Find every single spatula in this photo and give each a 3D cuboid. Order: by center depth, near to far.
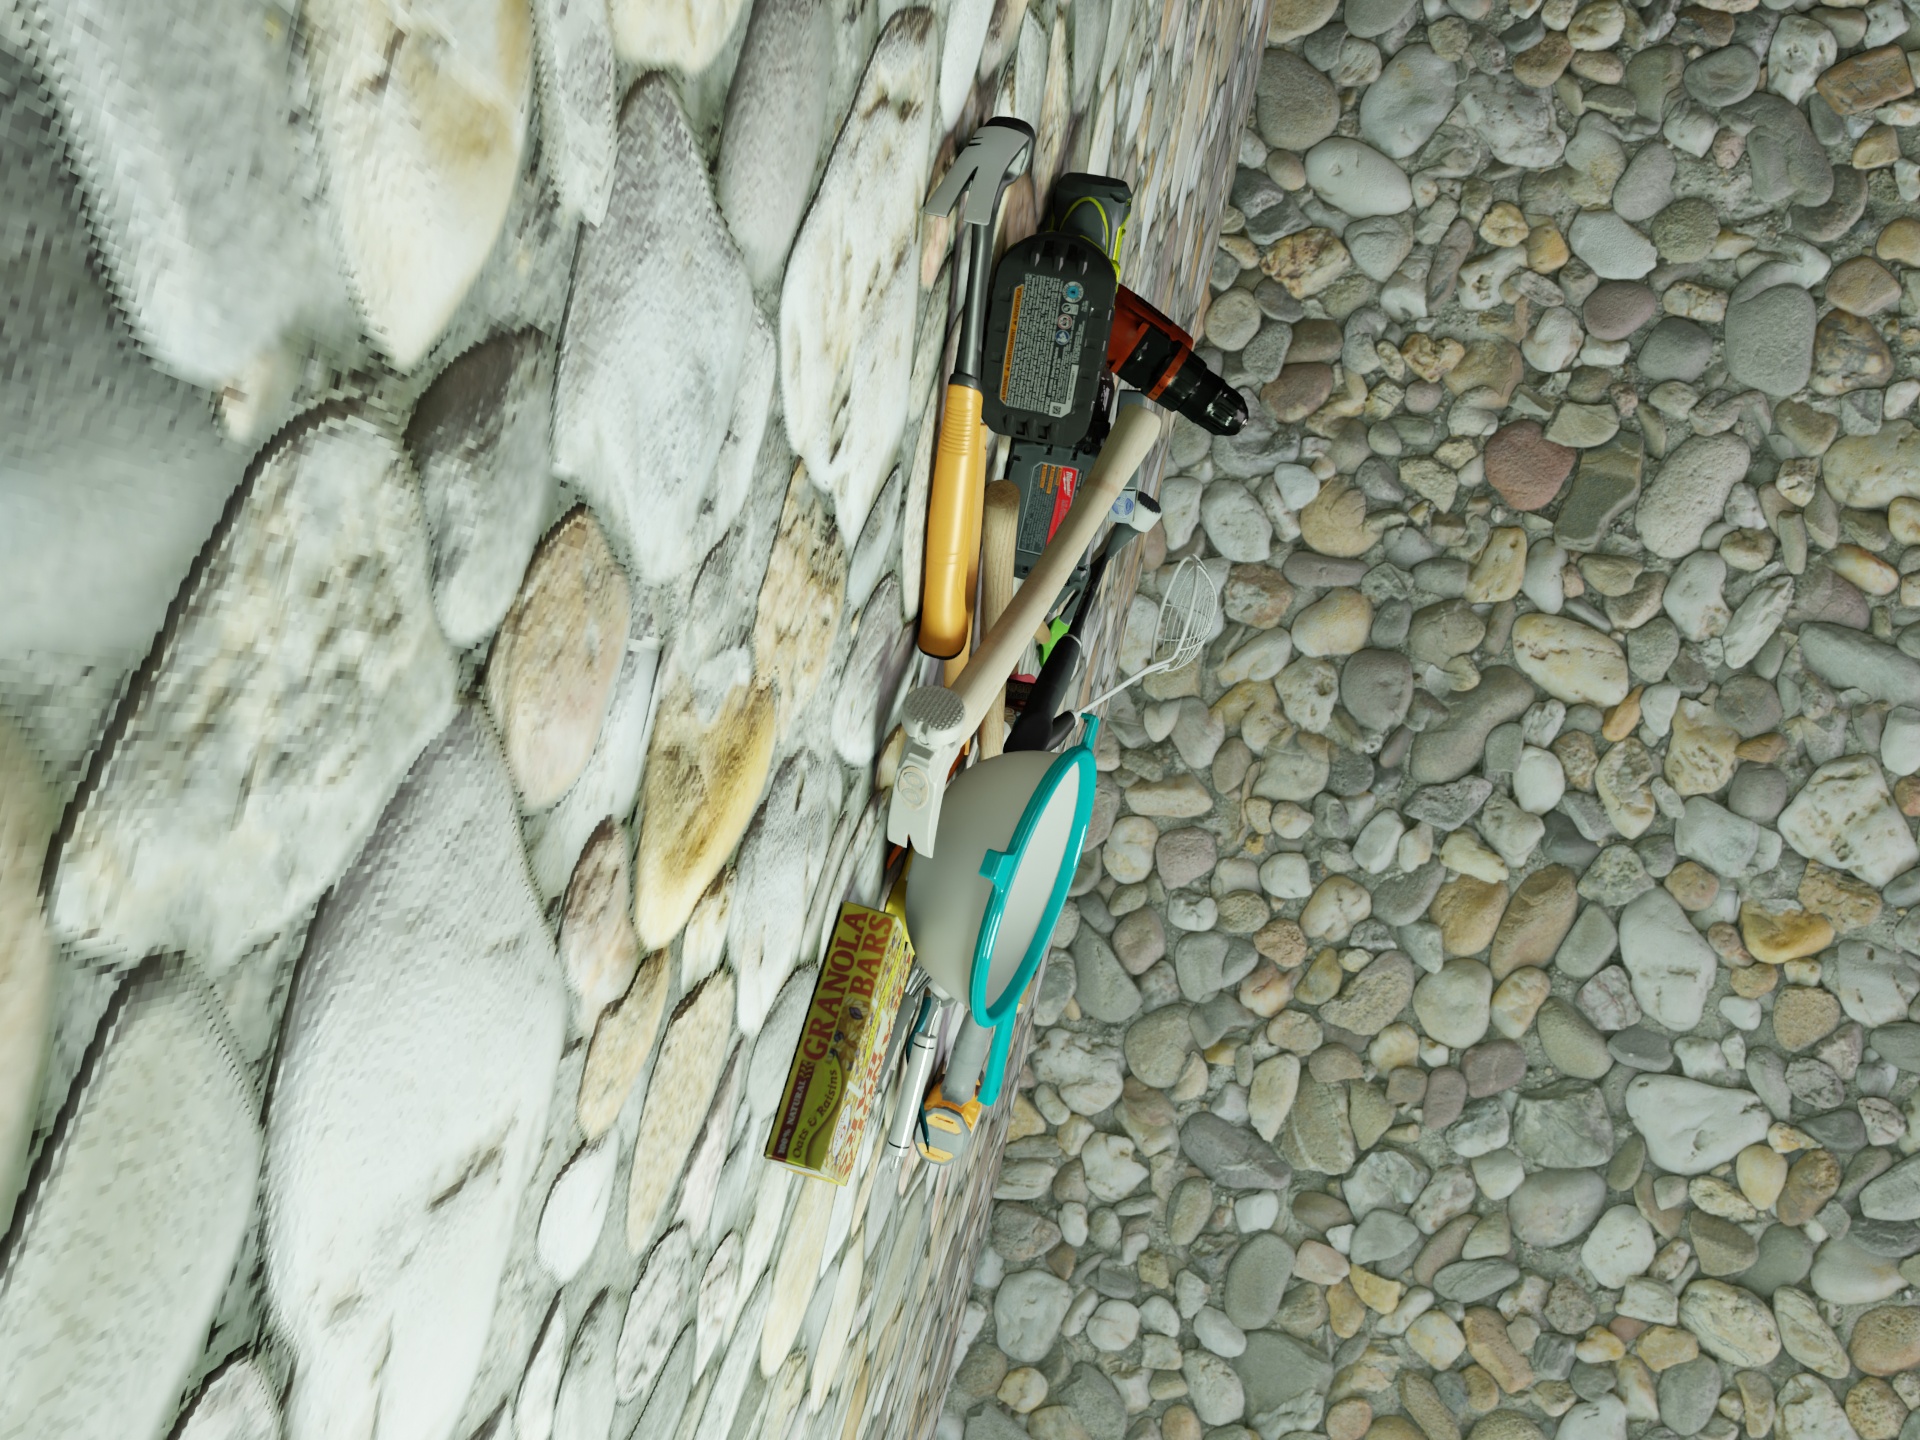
[{"bbox_3d":[-0.012,-0.048,1.109,0.081,0.041,0.322,-52,150,-66],"label":"spatula"},{"bbox_3d":[-0.010,0.237,1.477,0.082,0.044,0.318,93,11,-69],"label":"spatula"}]

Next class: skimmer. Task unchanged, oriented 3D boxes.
[{"bbox_3d":[0.132,-0.050,1.585,0.363,0.090,0.127,-33,162,-32],"label":"skimmer"}]

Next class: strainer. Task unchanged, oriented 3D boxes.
[{"bbox_3d":[0.010,0.155,1.177,0.211,0.095,0.340,-52,157,-49],"label":"strainer"},{"bbox_3d":[-0.030,0.269,1.377,0.087,0.050,0.258,-160,-96,-67],"label":"strainer"}]

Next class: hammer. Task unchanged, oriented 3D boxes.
[{"bbox_3d":[0.000,-0.172,0.944,0.127,0.034,0.336,-68,168,-50],"label":"hammer"},{"bbox_3d":[0.054,-0.086,1.113,0.146,0.038,0.411,101,17,-49],"label":"hammer"},{"bbox_3d":[0.027,-0.050,1.280,0.331,0.031,0.130,91,4,-46],"label":"hammer"},{"bbox_3d":[0.093,-0.071,1.378,0.149,0.036,0.409,-50,-173,31],"label":"hammer"}]

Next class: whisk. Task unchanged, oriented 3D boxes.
[{"bbox_3d":[-0.047,0.212,1.211,0.239,0.055,0.055,-62,163,-44],"label":"whisk"}]

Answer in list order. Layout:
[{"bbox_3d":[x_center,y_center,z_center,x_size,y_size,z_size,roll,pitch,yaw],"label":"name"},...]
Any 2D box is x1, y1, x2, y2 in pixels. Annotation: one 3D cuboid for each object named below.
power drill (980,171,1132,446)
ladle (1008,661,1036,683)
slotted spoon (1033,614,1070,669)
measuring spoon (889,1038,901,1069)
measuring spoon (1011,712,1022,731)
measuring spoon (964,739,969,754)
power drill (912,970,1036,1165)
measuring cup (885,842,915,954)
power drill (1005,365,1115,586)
[{"bbox_3d":[0.073,-0.281,1.119,0.223,0.080,0.171,-67,167,-62],"label":"power drill"},{"bbox_3d":[0.045,-0.057,1.440,0.069,0.031,0.315,-62,165,-17],"label":"ladle"},{"bbox_3d":[0.083,-0.092,1.636,0.313,0.031,0.070,28,75,-79],"label":"slotted spoon"},{"bbox_3d":[-0.060,0.275,1.331,0.124,0.018,0.034,96,1,-77],"label":"measuring spoon"},{"bbox_3d":[0.069,-0.012,1.398,0.129,0.021,0.042,-58,147,-53],"label":"measuring spoon"},{"bbox_3d":[-0.002,-0.004,1.282,0.116,0.011,0.021,80,15,-62],"label":"measuring spoon"},{"bbox_3d":[0.016,0.338,1.697,0.185,0.084,0.226,-40,146,-77],"label":"power drill"},{"bbox_3d":[-0.026,0.107,1.216,0.062,0.029,0.157,83,23,-67],"label":"measuring cup"},{"bbox_3d":[0.091,-0.210,1.348,0.227,0.080,0.188,-56,158,-75],"label":"power drill"}]
